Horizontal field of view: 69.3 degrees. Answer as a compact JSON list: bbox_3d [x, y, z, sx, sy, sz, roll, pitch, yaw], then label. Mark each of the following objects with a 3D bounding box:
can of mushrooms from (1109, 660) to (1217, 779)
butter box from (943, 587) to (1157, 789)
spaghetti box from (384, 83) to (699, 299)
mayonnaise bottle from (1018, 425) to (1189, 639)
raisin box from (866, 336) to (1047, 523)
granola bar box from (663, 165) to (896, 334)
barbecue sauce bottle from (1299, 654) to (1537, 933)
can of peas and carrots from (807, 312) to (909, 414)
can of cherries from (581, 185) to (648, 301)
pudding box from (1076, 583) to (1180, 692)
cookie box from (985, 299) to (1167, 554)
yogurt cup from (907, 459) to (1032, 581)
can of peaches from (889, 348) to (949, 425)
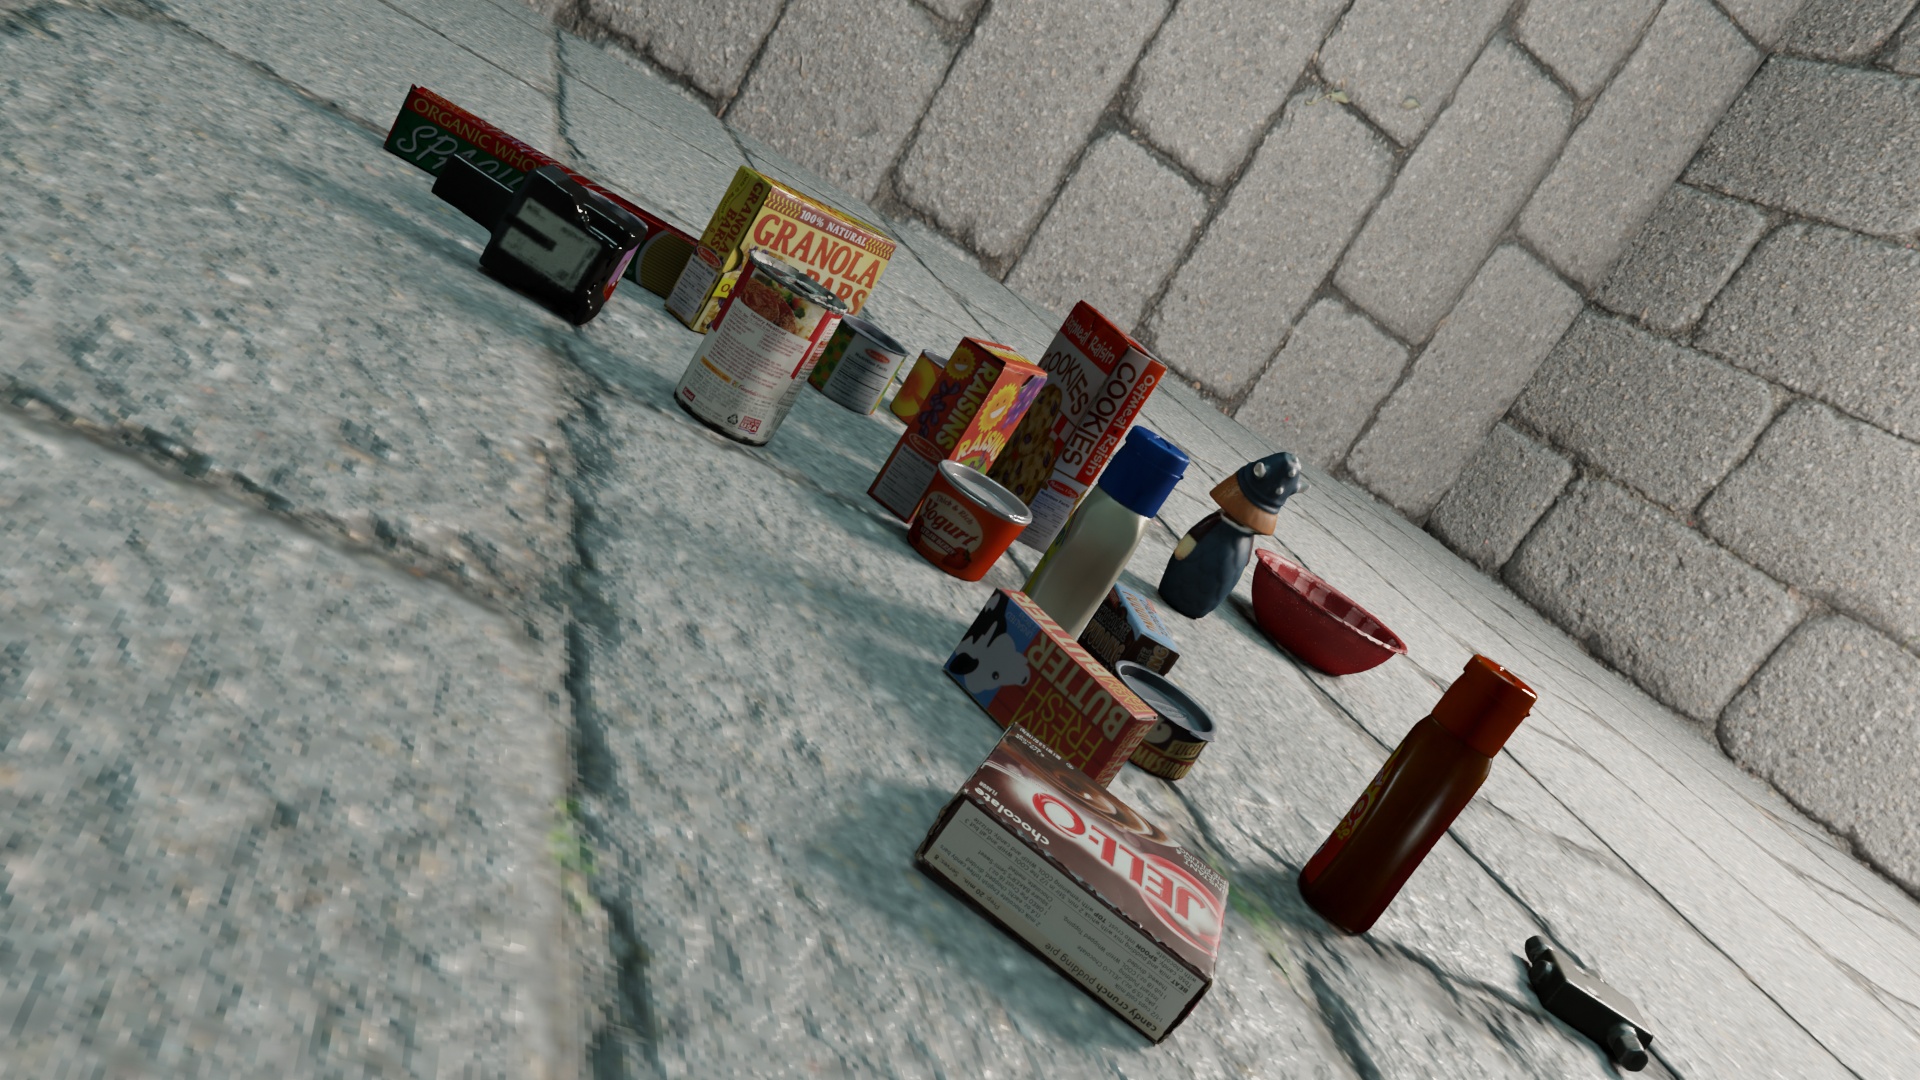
[{"bbox_3d":[0.105,0.099,0.760,0.071,0.033,0.071,30,14,-8],"label":"can of mushrooms"},{"bbox_3d":[0.042,0.073,0.672,0.104,0.053,0.024,42,17,34],"label":"butter box"},{"bbox_3d":[-0.303,-0.255,1.044,0.250,0.050,0.029,27,15,-20],"label":"spaghetti box"},{"bbox_3d":[0.069,0.008,0.755,0.041,0.147,0.065,32,14,-1],"label":"mayonnaise bottle"},{"bbox_3d":[0.000,-0.072,0.926,0.040,0.123,0.086,37,14,17],"label":"raisin box"},{"bbox_3d":[-0.137,-0.209,1.092,0.039,0.124,0.166,40,16,28],"label":"granola bar box"},{"bbox_3d":[0.231,0.127,0.700,0.044,0.148,0.065,36,14,15],"label":"barbecue sauce bottle"},{"bbox_3d":[-0.084,-0.143,1.116,0.071,0.058,0.071,30,14,-8],"label":"can of peas and carrots"},{"bbox_3d":[-0.257,-0.205,0.957,0.071,0.058,0.072,30,14,-8],"label":"can of cherries"},{"bbox_3d":[0.099,0.064,0.830,0.030,0.049,0.084,29,14,-13],"label":"pudding box"},{"bbox_3d":[0.077,-0.090,1.062,0.040,0.167,0.123,26,15,-24],"label":"cookie box"},{"bbox_3d":[0.003,-0.011,0.870,0.072,0.053,0.072,30,14,-8],"label":"yogurt cup"},{"bbox_3d":[-0.018,-0.121,1.186,0.071,0.058,0.071,30,14,-8],"label":"can of peaches"}]
